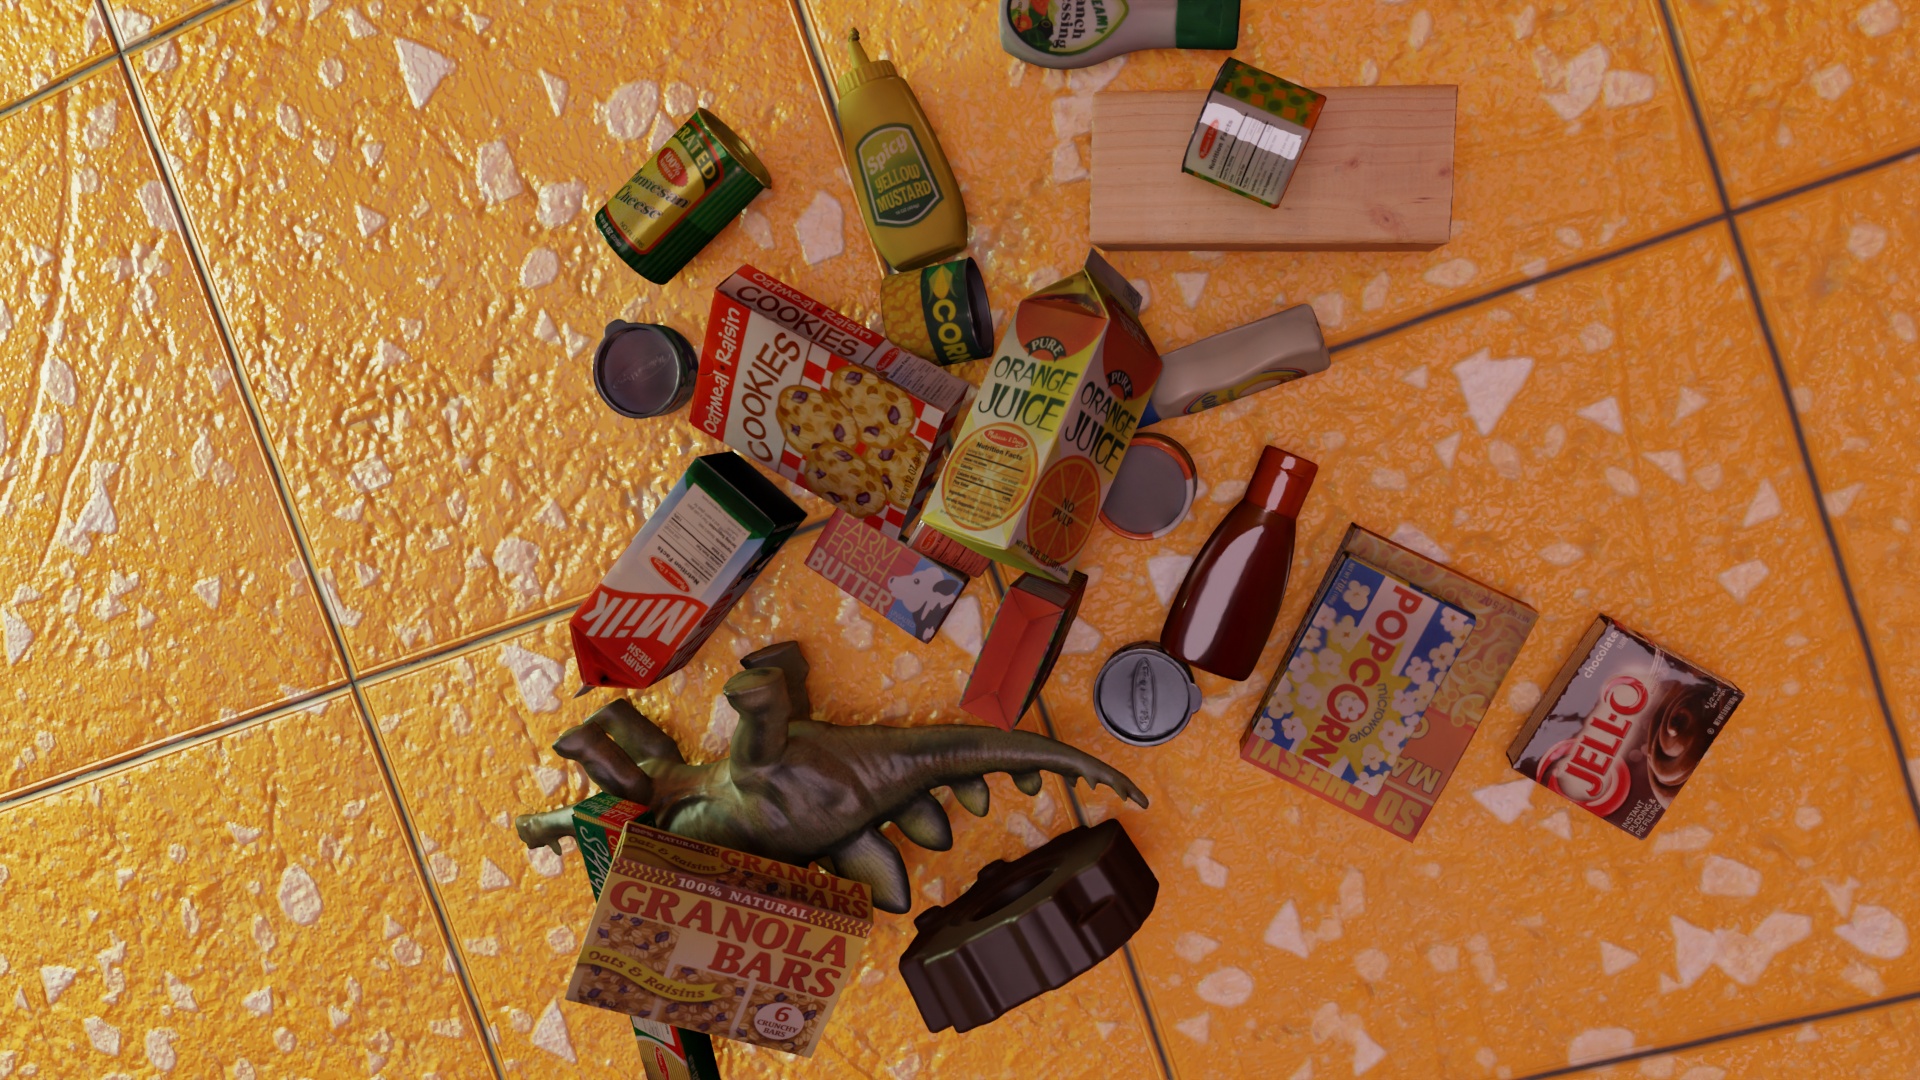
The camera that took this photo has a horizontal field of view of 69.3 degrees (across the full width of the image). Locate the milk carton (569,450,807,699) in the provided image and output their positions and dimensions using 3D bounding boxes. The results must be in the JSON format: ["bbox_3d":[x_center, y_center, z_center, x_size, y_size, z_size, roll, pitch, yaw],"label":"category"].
[{"bbox_3d":[-0.199,0.034,0.960,0.073,0.072,0.190,41,102,4],"label":"milk carton"}]

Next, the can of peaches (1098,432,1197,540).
[{"bbox_3d":[0.116,-0.036,0.895,0.071,0.058,0.071,1,98,11],"label":"can of peaches"}]

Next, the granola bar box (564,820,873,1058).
[{"bbox_3d":[-0.154,0.257,0.891,0.165,0.039,0.123,18,114,-12],"label":"granola bar box"}]

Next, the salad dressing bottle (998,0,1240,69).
[{"bbox_3d":[0.100,-0.328,0.870,0.148,0.044,0.064,5,99,11],"label":"salad dressing bottle"}]

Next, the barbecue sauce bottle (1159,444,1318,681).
[{"bbox_3d":[0.184,0.013,0.894,0.065,0.044,0.148,20,100,-7],"label":"barbecue sauce bottle"}]

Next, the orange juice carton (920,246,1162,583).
[{"bbox_3d":[0.059,-0.079,0.848,0.073,0.071,0.193,20,83,40],"label":"orange juice carton"}]

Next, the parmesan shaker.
[{"bbox_3d":[-0.184,-0.226,0.927,0.103,0.071,0.071,-41,88,13],"label":"parmesan shaker"}]

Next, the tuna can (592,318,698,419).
[{"bbox_3d":[-0.219,-0.120,0.965,0.071,0.033,0.071,1,97,11],"label":"tuna can"}]

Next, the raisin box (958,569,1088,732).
[{"bbox_3d":[0.044,0.063,0.888,0.040,0.123,0.086,23,101,8],"label":"raisin box"}]

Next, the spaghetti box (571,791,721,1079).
[{"bbox_3d":[-0.212,0.283,0.950,0.050,0.029,0.248,10,120,32],"label":"spaghetti box"}]

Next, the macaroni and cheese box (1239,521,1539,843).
[{"bbox_3d":[0.271,0.090,0.889,0.124,0.040,0.166,26,101,8],"label":"macaroni and cheese box"}]

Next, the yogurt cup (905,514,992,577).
[{"bbox_3d":[0.003,-0.012,0.919,0.054,0.072,0.072,32,102,-2],"label":"yogurt cup"}]

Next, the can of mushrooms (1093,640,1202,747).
[{"bbox_3d":[0.125,0.101,0.923,0.071,0.033,0.071,1,96,11],"label":"can of mushrooms"}]

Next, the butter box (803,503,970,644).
[{"bbox_3d":[-0.050,0.021,0.953,0.103,0.024,0.053,32,101,6],"label":"butter box"}]

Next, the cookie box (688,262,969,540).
[{"bbox_3d":[-0.091,-0.089,0.909,0.167,0.040,0.122,29,136,6],"label":"cookie box"}]

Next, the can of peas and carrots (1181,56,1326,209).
[{"bbox_3d":[0.162,-0.225,0.767,0.059,0.071,0.070,25,101,7],"label":"can of peas and carrots"}]

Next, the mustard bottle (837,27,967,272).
[{"bbox_3d":[-0.047,-0.258,0.905,0.065,0.049,0.160,-21,93,10],"label":"mustard bottle"}]

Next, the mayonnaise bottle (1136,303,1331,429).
[{"bbox_3d":[0.156,-0.104,0.878,0.148,0.065,0.041,-19,78,17],"label":"mayonnaise bottle"}]

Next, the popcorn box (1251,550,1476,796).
[{"bbox_3d":[0.245,0.080,0.851,0.085,0.038,0.126,27,101,7],"label":"popcorn box"}]

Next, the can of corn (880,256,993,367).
[{"bbox_3d":[-0.015,-0.144,0.902,0.058,0.071,0.071,-10,95,13],"label":"can of corn"}]
